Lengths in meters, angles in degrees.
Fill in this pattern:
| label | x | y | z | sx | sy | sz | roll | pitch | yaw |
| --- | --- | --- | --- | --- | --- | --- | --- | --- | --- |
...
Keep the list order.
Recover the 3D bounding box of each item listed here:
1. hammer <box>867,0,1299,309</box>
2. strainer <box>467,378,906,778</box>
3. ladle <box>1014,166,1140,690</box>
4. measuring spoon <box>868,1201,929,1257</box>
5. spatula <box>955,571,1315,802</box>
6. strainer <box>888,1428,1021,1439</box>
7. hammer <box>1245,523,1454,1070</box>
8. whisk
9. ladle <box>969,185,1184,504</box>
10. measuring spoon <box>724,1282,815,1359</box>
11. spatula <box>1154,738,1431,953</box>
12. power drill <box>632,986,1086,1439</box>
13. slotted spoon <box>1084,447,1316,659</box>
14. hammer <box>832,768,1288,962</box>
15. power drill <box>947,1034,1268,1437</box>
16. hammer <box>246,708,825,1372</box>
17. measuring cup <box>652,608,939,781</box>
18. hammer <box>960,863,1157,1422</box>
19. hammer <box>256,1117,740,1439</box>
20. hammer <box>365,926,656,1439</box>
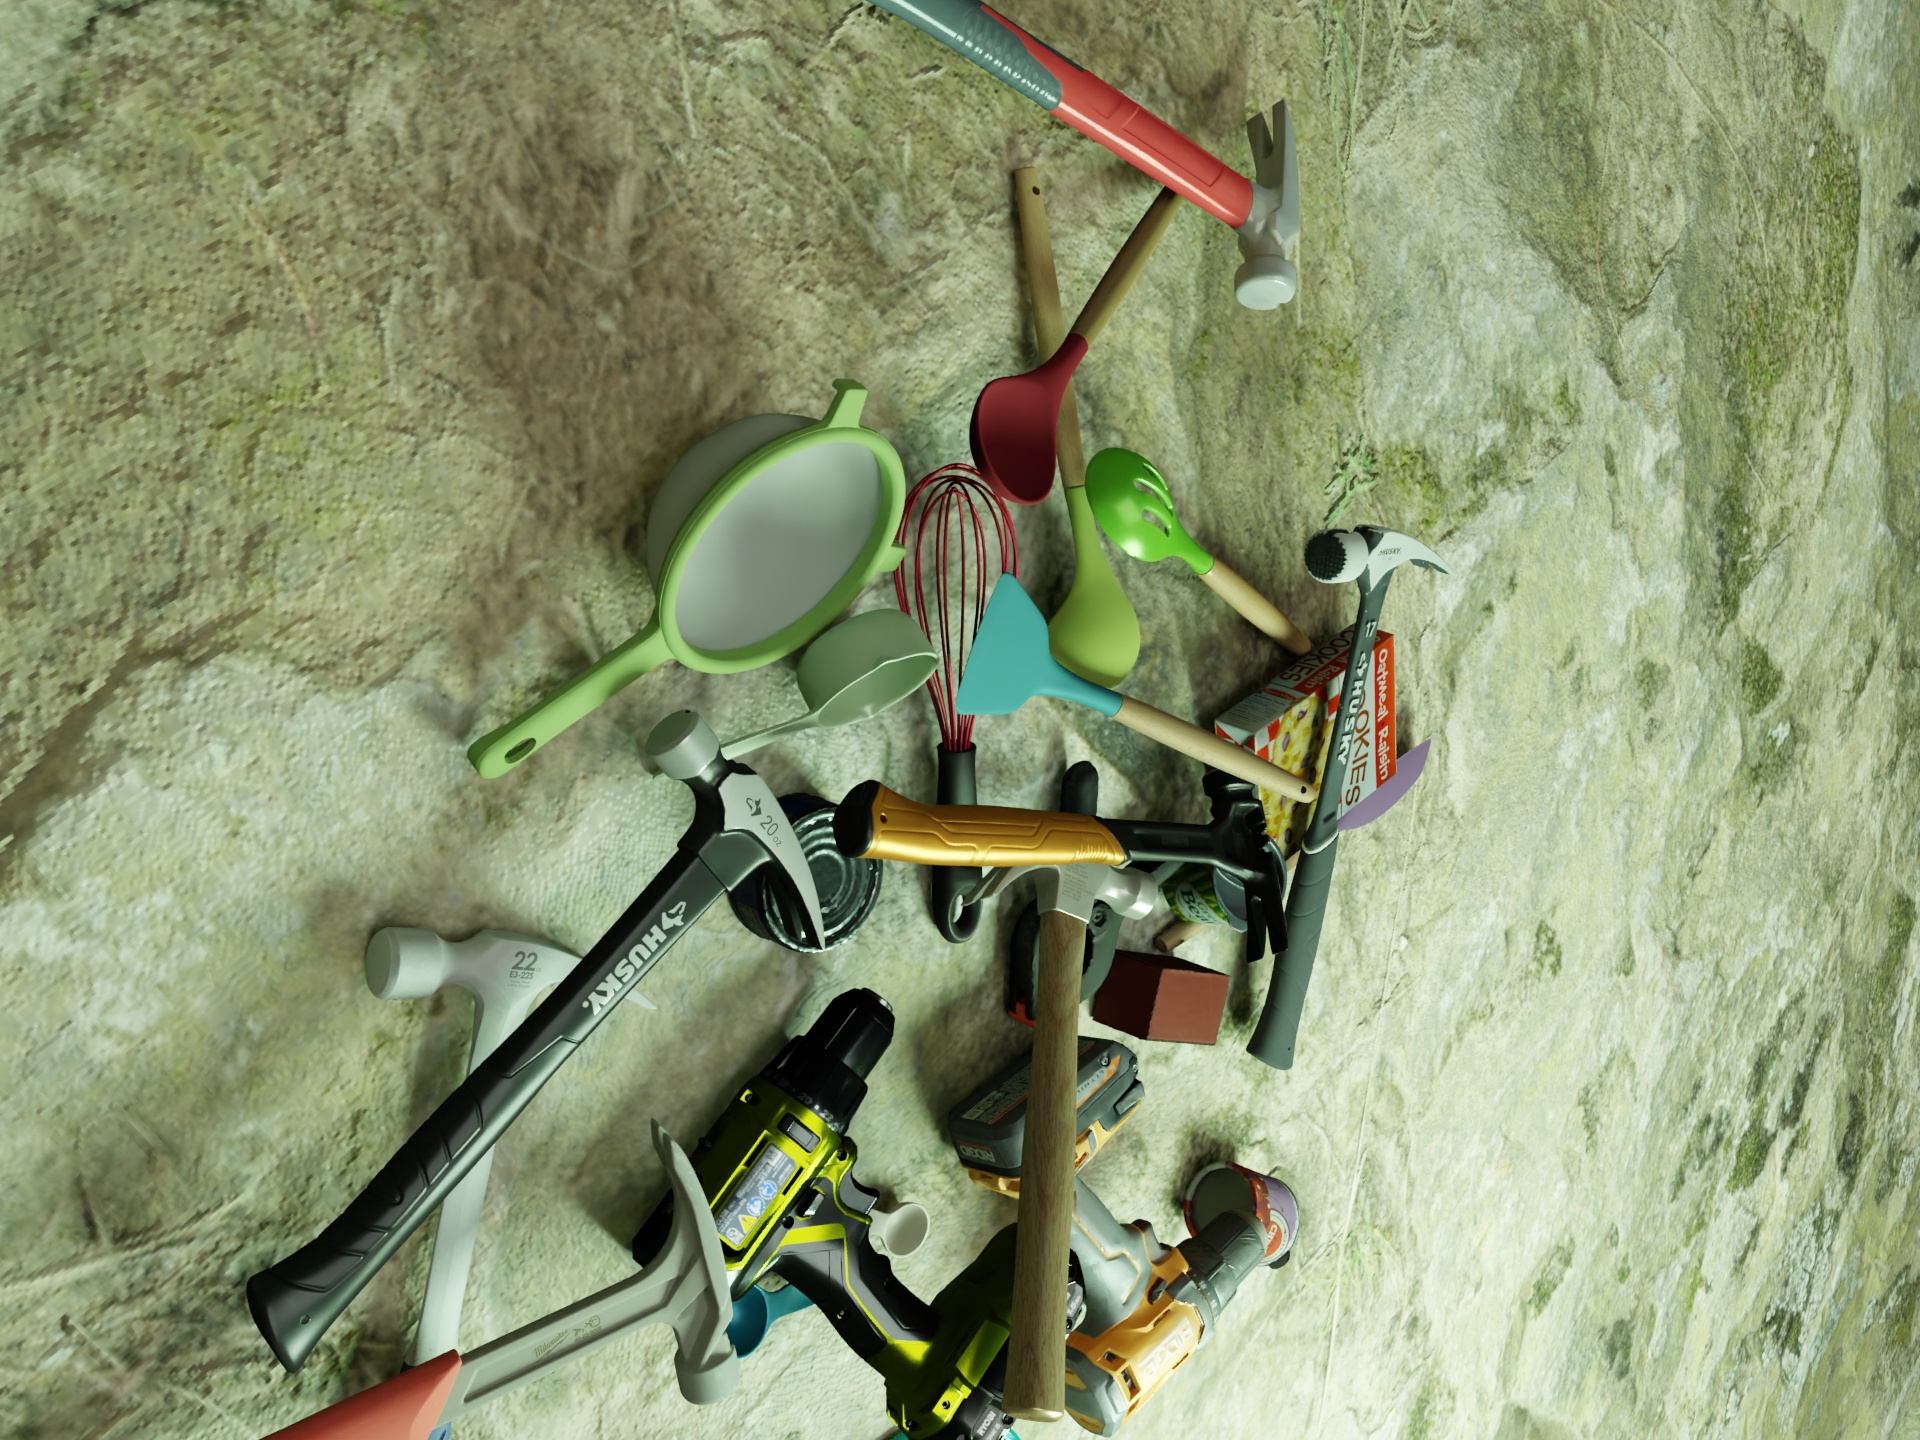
| label | x | y | z | sx | sy | sz | roll | pitch | yaw |
| --- | --- | --- | --- | --- | --- | --- | --- | --- | --- |
| hammer | 0.061 | -0.374 | 0.912 | 0.386 | 0.038 | 0.143 | 17 | 67 | -37 |
| strainer | -0.145 | -0.069 | 0.790 | 0.256 | 0.069 | 0.151 | -38 | 154 | -13 |
| ladle | 0.057 | -0.167 | 0.965 | 0.078 | 0.062 | 0.320 | -17 | 103 | -36 |
| measuring spoon | -0.071 | 0.296 | 0.957 | 0.124 | 0.018 | 0.034 | 26 | 81 | -34 |
| spatula | 0.118 | 0.002 | 0.967 | 0.317 | 0.044 | 0.082 | 22 | 85 | -34 |
| strainer | 0.020 | 0.503 | 1.018 | 0.210 | 0.095 | 0.340 | 25 | 83 | -41 |
| hammer | 0.260 | 0.063 | 1.122 | 0.149 | 0.036 | 0.408 | -9 | 114 | -44 |
| whisk | -0.001 | -0.003 | 0.929 | 0.073 | 0.073 | 0.295 | -16 | 115 | -38 |
| ladle | 0.079 | -0.239 | 0.935 | 0.069 | 0.031 | 0.315 | 50 | 54 | -28 |
| measuring spoon | -0.102 | 0.337 | 0.937 | 0.128 | 0.021 | 0.042 | -6 | 90 | -49 |
| spatula | 0.257 | 0.096 | 1.193 | 0.316 | 0.018 | 0.059 | -28 | 138 | -33 |
| power drill | -0.043 | 0.283 | 0.896 | 0.228 | 0.080 | 0.190 | 42 | 69 | -12 |
| slotted spoon | 0.171 | -0.096 | 1.048 | 0.313 | 0.031 | 0.070 | 28 | 57 | -51 |
| hammer | 0.069 | 0.078 | 0.940 | 0.336 | 0.034 | 0.127 | 7 | 66 | -39 |
| power drill | 0.106 | 0.316 | 1.035 | 0.185 | 0.084 | 0.226 | -30 | 102 | -33 |
| hammer | -0.198 | 0.160 | 0.755 | 0.335 | 0.035 | 0.146 | -49 | 125 | -22 |
| measuring cup | -0.093 | -0.014 | 0.855 | 0.167 | 0.083 | 0.038 | -23 | 75 | -16 |
| hammer | 0.050 | 0.219 | 0.909 | 0.130 | 0.031 | 0.332 | 24 | 56 | -29 |
| hammer | -0.275 | 0.316 | 0.723 | 0.359 | 0.037 | 0.149 | -18 | 107 | -27 |
| hammer | -0.252 | 0.303 | 0.783 | 0.144 | 0.035 | 0.405 | 10 | 92 | -41 |
